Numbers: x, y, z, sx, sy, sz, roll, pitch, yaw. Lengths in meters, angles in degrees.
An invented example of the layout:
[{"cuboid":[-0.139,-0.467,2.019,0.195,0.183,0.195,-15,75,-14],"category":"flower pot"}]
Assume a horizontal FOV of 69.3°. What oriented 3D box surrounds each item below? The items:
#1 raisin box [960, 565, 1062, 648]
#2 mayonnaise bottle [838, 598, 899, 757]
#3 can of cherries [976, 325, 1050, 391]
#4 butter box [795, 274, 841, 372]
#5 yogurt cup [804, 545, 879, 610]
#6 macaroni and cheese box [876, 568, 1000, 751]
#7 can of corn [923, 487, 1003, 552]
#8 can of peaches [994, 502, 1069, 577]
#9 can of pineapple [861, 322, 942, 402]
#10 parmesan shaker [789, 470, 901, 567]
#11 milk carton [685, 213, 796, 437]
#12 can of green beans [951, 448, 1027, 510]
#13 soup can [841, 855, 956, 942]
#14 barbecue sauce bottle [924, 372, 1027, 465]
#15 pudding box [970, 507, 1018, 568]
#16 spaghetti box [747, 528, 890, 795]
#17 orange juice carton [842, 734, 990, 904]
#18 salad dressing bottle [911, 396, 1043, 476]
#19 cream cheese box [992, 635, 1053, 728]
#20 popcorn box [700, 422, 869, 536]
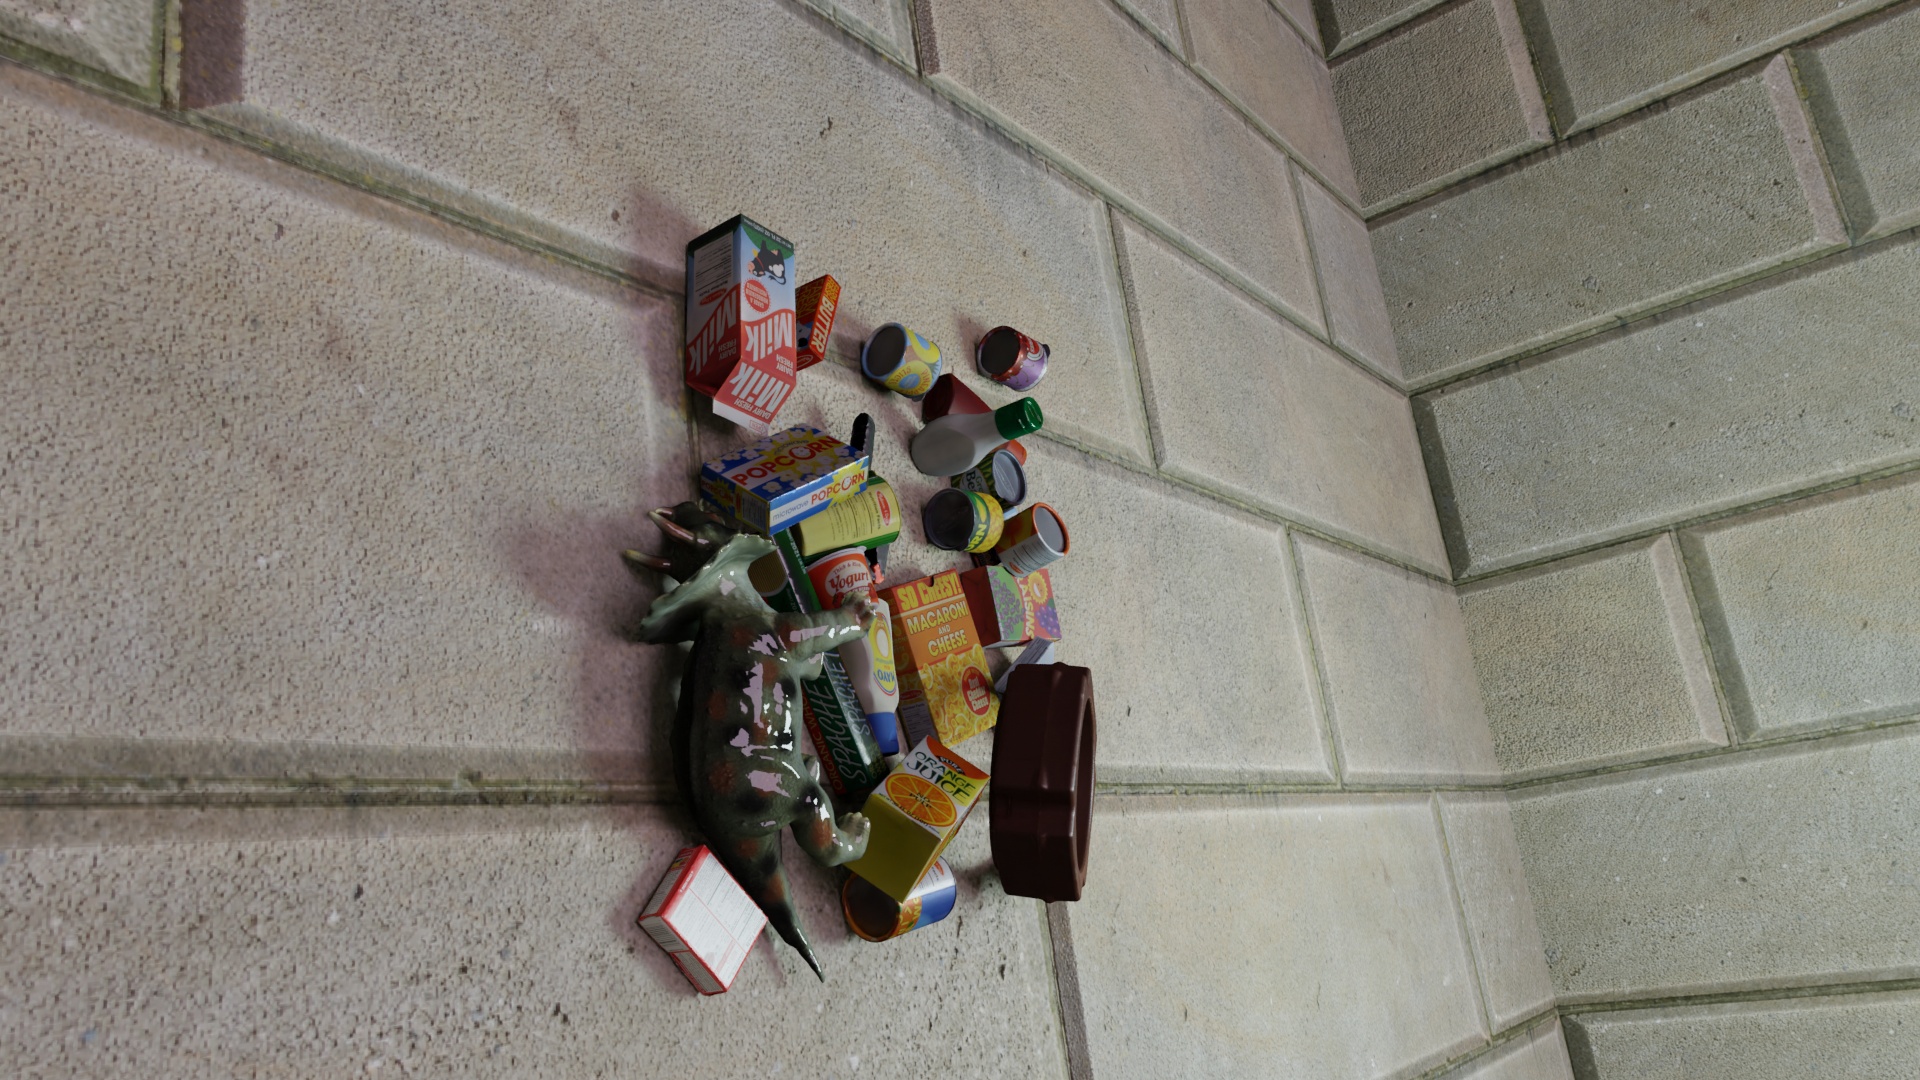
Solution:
[{"cuboid":[0.057,0.074,1.531,0.123,0.040,0.086,4,70,-53],"category":"raisin box"},{"cuboid":[-0.084,0.128,1.297,0.065,0.041,0.148,19,58,-60],"category":"mayonnaise bottle"},{"cuboid":[0.063,-0.219,1.657,0.058,0.071,0.071,20,59,-49],"category":"can of cherries"},{"cuboid":[-0.151,-0.212,1.361,0.024,0.053,0.104,44,42,-38],"category":"butter box"},{"cuboid":[-0.109,0.046,1.255,0.072,0.072,0.054,-4,64,-56],"category":"yogurt cup"},{"cuboid":[-0.024,0.119,1.390,0.124,0.040,0.166,-15,87,-58],"category":"macaroni and cheese box"},{"cuboid":[0.005,-0.019,1.476,0.058,0.071,0.071,6,69,-55],"category":"can of corn"},{"cuboid":[0.078,-0.003,1.516,0.071,0.058,0.071,34,40,-35],"category":"can of peaches"},{"cuboid":[-0.062,-0.189,1.465,0.058,0.071,0.071,23,56,-48],"category":"can of pineapple"},{"cuboid":[-0.116,-0.020,1.273,0.103,0.071,0.071,-16,87,-32],"category":"parmesan shaker"},{"cuboid":[-0.199,-0.190,1.262,0.072,0.073,0.191,24,55,-49],"category":"milk carton"},{"cuboid":[0.032,-0.063,1.546,0.071,0.057,0.071,30,51,-45],"category":"can of green beans"},{"cuboid":[-0.055,0.315,1.227,0.084,0.071,0.071,0,74,-54],"category":"soup can"},{"cuboid":[0.020,-0.127,1.574,0.148,0.043,0.065,36,47,-42],"category":"barbecue sauce bottle"},{"cuboid":[0.040,-0.003,1.553,0.084,0.030,0.049,-28,99,-56],"category":"pudding box"},{"cuboid":[-0.131,0.108,1.232,0.029,0.050,0.249,-28,98,-54],"category":"spaghetti box"},{"cuboid":[-0.033,0.237,1.235,0.072,0.072,0.193,32,18,9],"category":"orange juice carton"},{"cuboid":[0.018,-0.111,1.467,0.064,0.147,0.044,59,35,-18],"category":"salad dressing bottle"},{"cuboid":[0.067,0.153,1.485,0.104,0.024,0.053,-46,143,-44],"category":"cream cheese box"},{"cuboid":[-0.154,-0.056,1.226,0.127,0.085,0.038,-29,136,-43],"category":"popcorn box"}]
